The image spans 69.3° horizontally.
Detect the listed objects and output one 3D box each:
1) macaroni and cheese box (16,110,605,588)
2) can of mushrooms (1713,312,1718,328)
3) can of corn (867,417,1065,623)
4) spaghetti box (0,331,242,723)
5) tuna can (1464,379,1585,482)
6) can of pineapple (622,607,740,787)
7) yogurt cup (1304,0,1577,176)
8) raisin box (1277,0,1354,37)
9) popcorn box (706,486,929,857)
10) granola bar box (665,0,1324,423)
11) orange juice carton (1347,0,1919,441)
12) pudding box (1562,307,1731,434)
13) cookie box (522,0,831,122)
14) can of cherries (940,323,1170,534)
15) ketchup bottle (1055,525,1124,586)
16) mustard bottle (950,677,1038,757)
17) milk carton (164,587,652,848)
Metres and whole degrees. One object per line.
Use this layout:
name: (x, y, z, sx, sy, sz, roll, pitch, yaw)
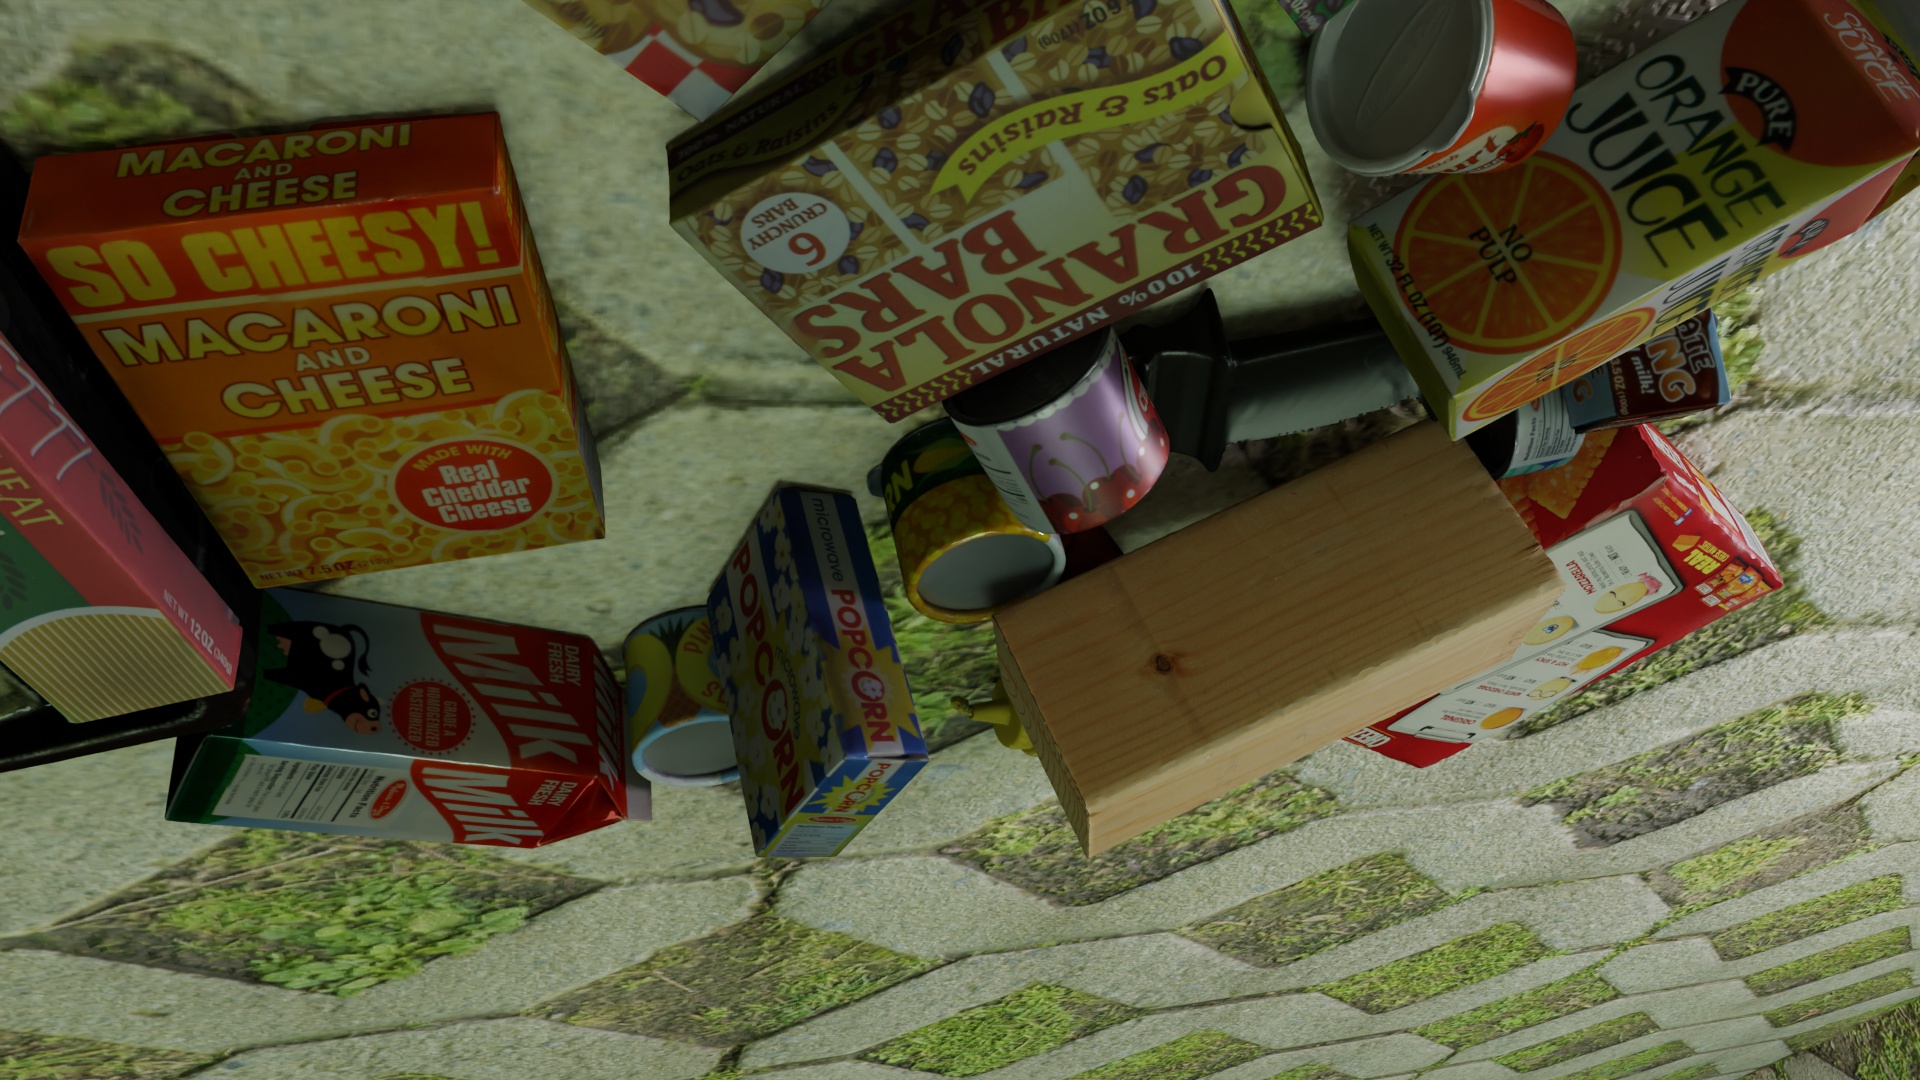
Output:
macaroni and cheese box: (-0.190, -0.054, 0.442, 0.124, 0.040, 0.165, -9, 146, -9)
can of mushrooms: (0.272, -0.084, 0.578, 0.071, 0.033, 0.070, -9, 145, -7)
can of corn: (0.002, -0.007, 0.563, 0.071, 0.058, 0.070, -10, 145, -7)
spaghetti box: (-0.255, -0.031, 0.337, 0.050, 0.029, 0.248, -13, 144, -7)
tuna can: (0.223, -0.059, 0.568, 0.033, 0.071, 0.070, -11, 145, -6)
can of pineapple: (-0.117, 0.071, 0.629, 0.071, 0.058, 0.070, -10, 145, -7)
yogurt cup: (0.148, -0.143, 0.423, 0.054, 0.072, 0.072, -1, 144, -32)
raisin box: (0.113, -0.200, 0.349, 0.123, 0.040, 0.086, -34, 140, 28)
popcorn box: (-0.062, 0.053, 0.564, 0.038, 0.127, 0.084, 6, 141, -33)
granola bar box: (0.013, -0.109, 0.429, 0.165, 0.039, 0.124, -23, 146, 21)
orange juice carton: (0.234, -0.116, 0.463, 0.192, 0.072, 0.073, -29, 163, 14)
pudding box: (0.252, -0.086, 0.523, 0.050, 0.083, 0.030, -8, 175, -11)
cookie box: (-0.051, -0.188, 0.306, 0.167, 0.040, 0.123, -34, 141, 27)
can of cherries: (0.038, -0.046, 0.503, 0.071, 0.072, 0.058, -24, 126, 14)
ketchup bottle: (0.058, 0.031, 0.651, 0.064, 0.044, 0.148, -27, 144, 17)
mustard bottle: (0.069, 0.090, 0.734, 0.160, 0.049, 0.065, 2, 141, -23)
milk carton: (-0.222, 0.081, 0.593, 0.191, 0.072, 0.073, 14, 136, -34)
